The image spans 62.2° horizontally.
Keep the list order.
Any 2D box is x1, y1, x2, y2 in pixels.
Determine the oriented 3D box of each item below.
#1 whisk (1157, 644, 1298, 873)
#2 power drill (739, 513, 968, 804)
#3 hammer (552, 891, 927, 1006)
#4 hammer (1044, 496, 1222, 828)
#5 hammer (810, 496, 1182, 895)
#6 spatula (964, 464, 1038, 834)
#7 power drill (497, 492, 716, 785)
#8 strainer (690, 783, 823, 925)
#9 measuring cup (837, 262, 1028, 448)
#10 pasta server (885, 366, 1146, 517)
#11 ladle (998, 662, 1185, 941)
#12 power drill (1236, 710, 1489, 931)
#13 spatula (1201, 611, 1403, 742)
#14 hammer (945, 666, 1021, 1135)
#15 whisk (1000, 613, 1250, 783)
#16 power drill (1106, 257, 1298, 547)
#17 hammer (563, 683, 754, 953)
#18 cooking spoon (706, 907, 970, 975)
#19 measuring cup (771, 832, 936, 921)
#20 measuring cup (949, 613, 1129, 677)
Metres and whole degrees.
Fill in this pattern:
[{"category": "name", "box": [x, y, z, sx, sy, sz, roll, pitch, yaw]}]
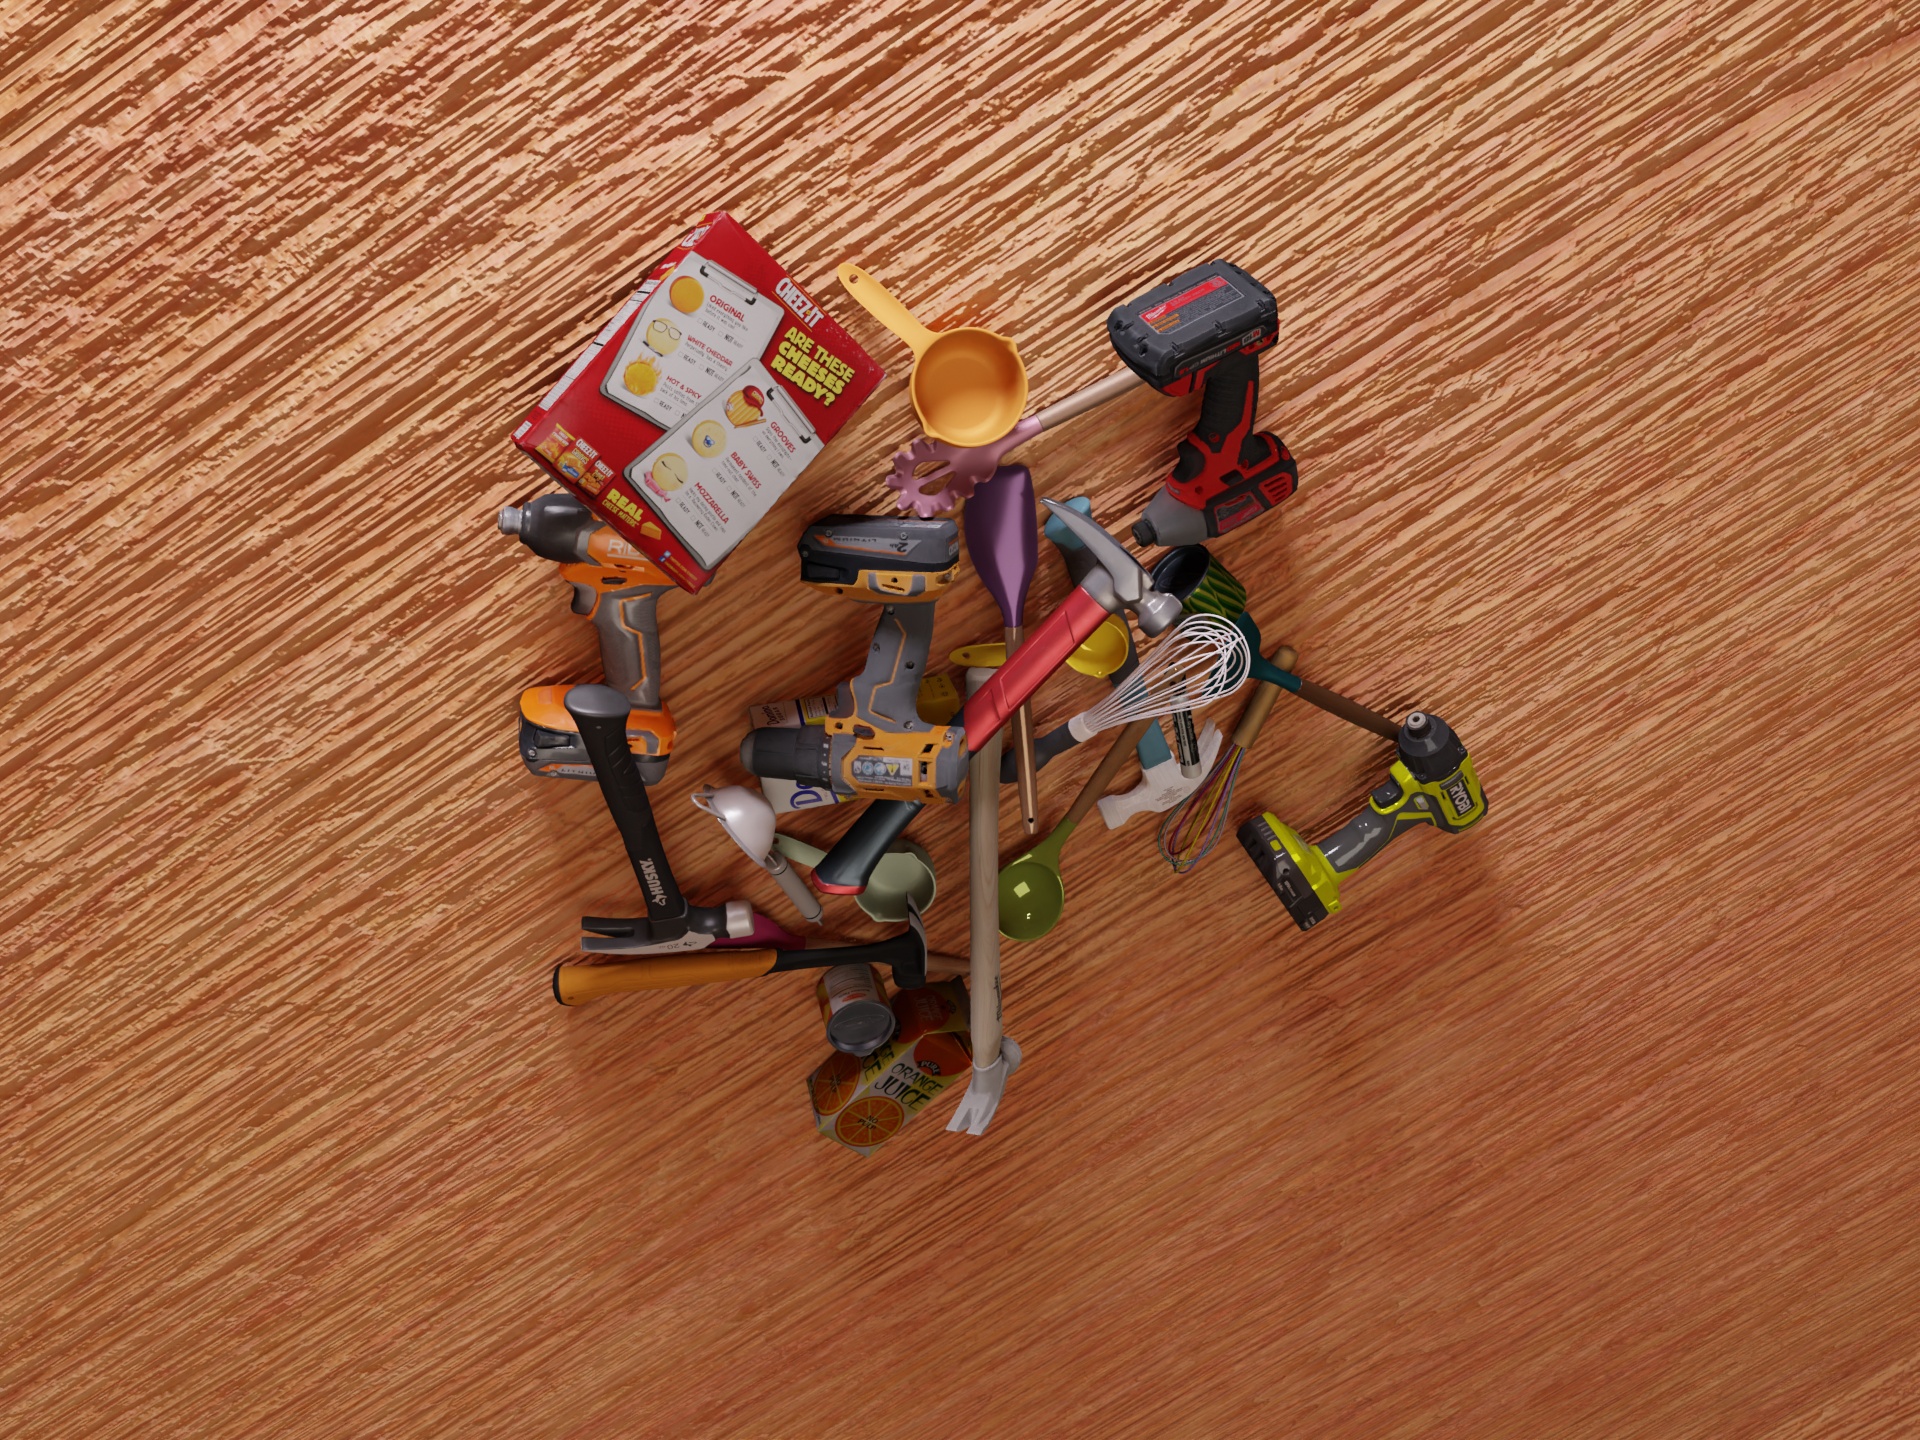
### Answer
[{"category": "whisk", "box": [0.250, 0.038, 1.480, 0.047, 0.051, 0.245, -7, 127, -55]}, {"category": "power drill", "box": [-0.086, -0.046, 1.260, 0.185, 0.084, 0.226, 3, 106, 11]}, {"category": "hammer", "box": [-0.198, 0.218, 1.434, 0.337, 0.034, 0.127, -6, 143, -4]}, {"category": "hammer", "box": [0.140, -0.049, 1.392, 0.128, 0.033, 0.330, -24, 125, 0]}, {"category": "hammer", "box": [-0.002, -0.004, 1.310, 0.143, 0.038, 0.386, 43, 106, -2]}, {"category": "spatula", "box": [0.044, -0.054, 1.323, 0.060, 0.018, 0.315, -6, 107, 0]}, {"category": "power drill", "box": [-0.284, -0.069, 1.231, 0.164, 0.084, 0.226, 7, 115, -19]}, {"category": "strainer", "box": [-0.162, 0.118, 1.375, 0.050, 0.087, 0.258, -32, 144, -4]}, {"category": "measuring cup", "box": [-0.027, -0.277, 1.195, 0.173, 0.052, 0.095, 42, 90, -7]}, {"category": "pasta server", "box": [0.087, -0.246, 1.248, 0.316, 0.040, 0.060, -26, 97, -1]}, {"category": "ladle", "box": [0.115, 0.077, 1.422, 0.078, 0.062, 0.320, 19, 124, -20]}, {"category": "power drill", "box": [0.384, 0.090, 1.514, 0.223, 0.080, 0.171, -35, 136, 6]}, {"category": "spatula", "box": [0.324, -0.019, 1.432, 0.317, 0.044, 0.082, 20, 99, -37]}, {"category": "hammer", "box": [0.019, 0.158, 1.394, 0.038, 0.146, 0.410, 4, 107, 15]}, {"category": "whisk", "box": [0.128, -0.009, 1.351, 0.070, 0.070, 0.284, 33, 135, -31]}, {"category": "power drill", "box": [0.187, -0.232, 1.242, 0.143, 0.079, 0.219, -28, 138, -8]}, {"category": "hammer", "box": [-0.264, 0.088, 1.275, 0.146, 0.035, 0.334, -9, 141, -3]}, {"category": "cooking spoon", "box": [-0.123, 0.213, 1.486, 0.318, 0.017, 0.068, 12, 138, -25]}, {"category": "measuring cup", "box": [-0.101, 0.125, 1.439, 0.167, 0.038, 0.083, 22, 117, -9]}, {"category": "measuring cup", "box": [0.067, -0.065, 1.346, 0.156, 0.029, 0.062, -3, 125, 19]}]
